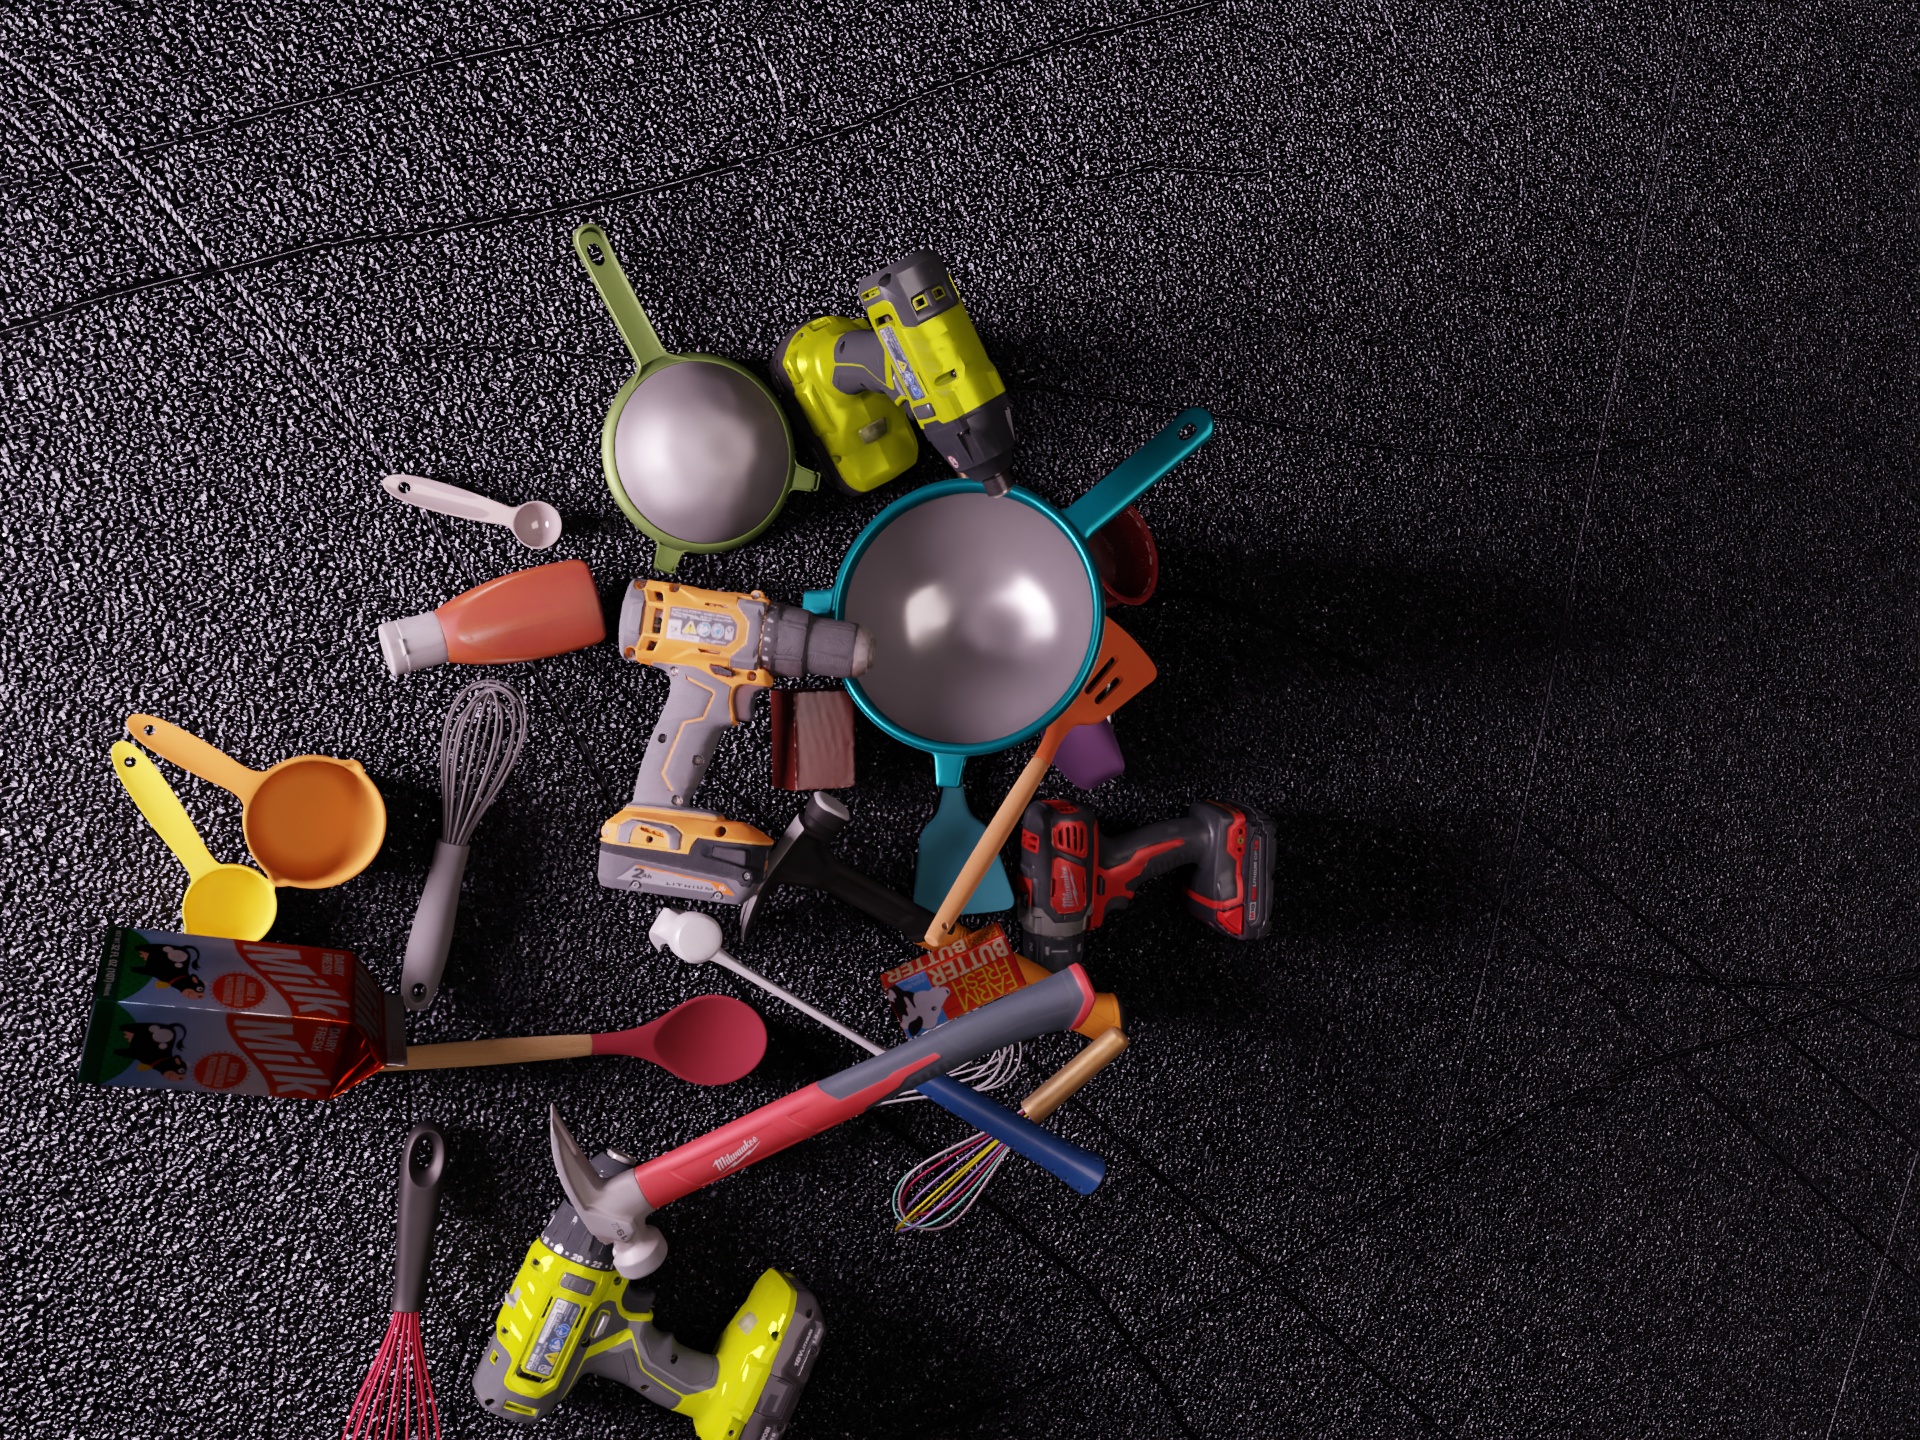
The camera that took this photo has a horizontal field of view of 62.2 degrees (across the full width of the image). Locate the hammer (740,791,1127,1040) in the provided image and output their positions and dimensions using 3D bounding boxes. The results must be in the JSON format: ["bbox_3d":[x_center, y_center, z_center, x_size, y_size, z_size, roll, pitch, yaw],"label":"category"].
[{"bbox_3d":[-0.009,0.184,1.262,0.336,0.034,0.127,30,103,-21],"label":"hammer"}]

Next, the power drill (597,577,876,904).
[{"bbox_3d":[-0.165,0.017,1.160,0.185,0.084,0.226,8,87,-1],"label":"power drill"}]

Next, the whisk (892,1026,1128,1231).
[{"bbox_3d":[0.039,0.333,1.295,0.245,0.051,0.047,-41,135,1],"label":"whisk"}]

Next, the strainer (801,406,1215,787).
[{"bbox_3d":[0.061,-0.114,1.225,0.340,0.095,0.211,-39,77,4],"label":"strainer"}]

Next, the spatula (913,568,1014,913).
[{"bbox_3d":[-0.002,-0.004,1.290,0.082,0.044,0.317,-1,92,-9],"label":"spatula"}]

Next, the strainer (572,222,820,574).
[{"bbox_3d":[-0.206,-0.245,1.159,0.151,0.069,0.256,-34,108,-22],"label":"strainer"}]

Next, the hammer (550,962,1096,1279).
[{"bbox_3d":[-0.089,0.252,1.112,0.386,0.038,0.143,-24,115,-4],"label":"hammer"}]

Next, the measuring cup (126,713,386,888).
[{"bbox_3d":[-0.467,0.044,1.052,0.173,0.052,0.095,35,77,-22],"label":"measuring cup"}]

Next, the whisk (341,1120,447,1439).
[{"bbox_3d":[-0.389,0.430,1.109,0.073,0.073,0.296,8,83,-27],"label":"whisk"}]

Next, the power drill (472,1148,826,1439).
[{"bbox_3d":[-0.221,0.440,1.183,0.228,0.080,0.190,28,80,-23],"label":"power drill"}]

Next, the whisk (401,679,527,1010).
[{"bbox_3d":[-0.353,0.088,1.117,0.055,0.055,0.239,14,90,-27],"label":"whisk"}]

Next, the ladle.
[{"bbox_3d":[-0.296,0.240,1.162,0.315,0.031,0.069,1,89,-25],"label":"ladle"}]

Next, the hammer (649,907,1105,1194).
[{"bbox_3d":[-0.059,0.249,1.197,0.405,0.144,0.035,34,76,-18],"label":"hammer"}]

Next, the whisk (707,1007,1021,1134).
[{"bbox_3d":[-0.079,0.295,1.260,0.284,0.070,0.070,-17,100,-21],"label":"whisk"}]

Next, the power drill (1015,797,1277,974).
[{"bbox_3d":[0.152,0.156,1.360,0.226,0.080,0.188,-3,101,-23],"label":"power drill"}]

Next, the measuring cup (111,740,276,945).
[{"bbox_3d":[-0.509,0.081,1.046,0.062,0.029,0.156,-34,104,-22],"label":"measuring cup"}]

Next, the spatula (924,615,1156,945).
[{"bbox_3d":[0.058,0.049,1.273,0.081,0.041,0.323,44,57,-16],"label":"spatula"}]

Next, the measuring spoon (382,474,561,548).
[{"bbox_3d":[-0.346,-0.151,1.127,0.124,0.018,0.034,15,86,-20],"label":"measuring spoon"}]

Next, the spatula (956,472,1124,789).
[{"bbox_3d":[0.055,-0.086,1.324,0.060,0.018,0.315,-25,101,-8],"label":"spatula"}]

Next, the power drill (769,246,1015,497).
[{"bbox_3d":[-0.046,-0.234,1.155,0.080,0.223,0.171,-33,106,-22],"label":"power drill"}]
